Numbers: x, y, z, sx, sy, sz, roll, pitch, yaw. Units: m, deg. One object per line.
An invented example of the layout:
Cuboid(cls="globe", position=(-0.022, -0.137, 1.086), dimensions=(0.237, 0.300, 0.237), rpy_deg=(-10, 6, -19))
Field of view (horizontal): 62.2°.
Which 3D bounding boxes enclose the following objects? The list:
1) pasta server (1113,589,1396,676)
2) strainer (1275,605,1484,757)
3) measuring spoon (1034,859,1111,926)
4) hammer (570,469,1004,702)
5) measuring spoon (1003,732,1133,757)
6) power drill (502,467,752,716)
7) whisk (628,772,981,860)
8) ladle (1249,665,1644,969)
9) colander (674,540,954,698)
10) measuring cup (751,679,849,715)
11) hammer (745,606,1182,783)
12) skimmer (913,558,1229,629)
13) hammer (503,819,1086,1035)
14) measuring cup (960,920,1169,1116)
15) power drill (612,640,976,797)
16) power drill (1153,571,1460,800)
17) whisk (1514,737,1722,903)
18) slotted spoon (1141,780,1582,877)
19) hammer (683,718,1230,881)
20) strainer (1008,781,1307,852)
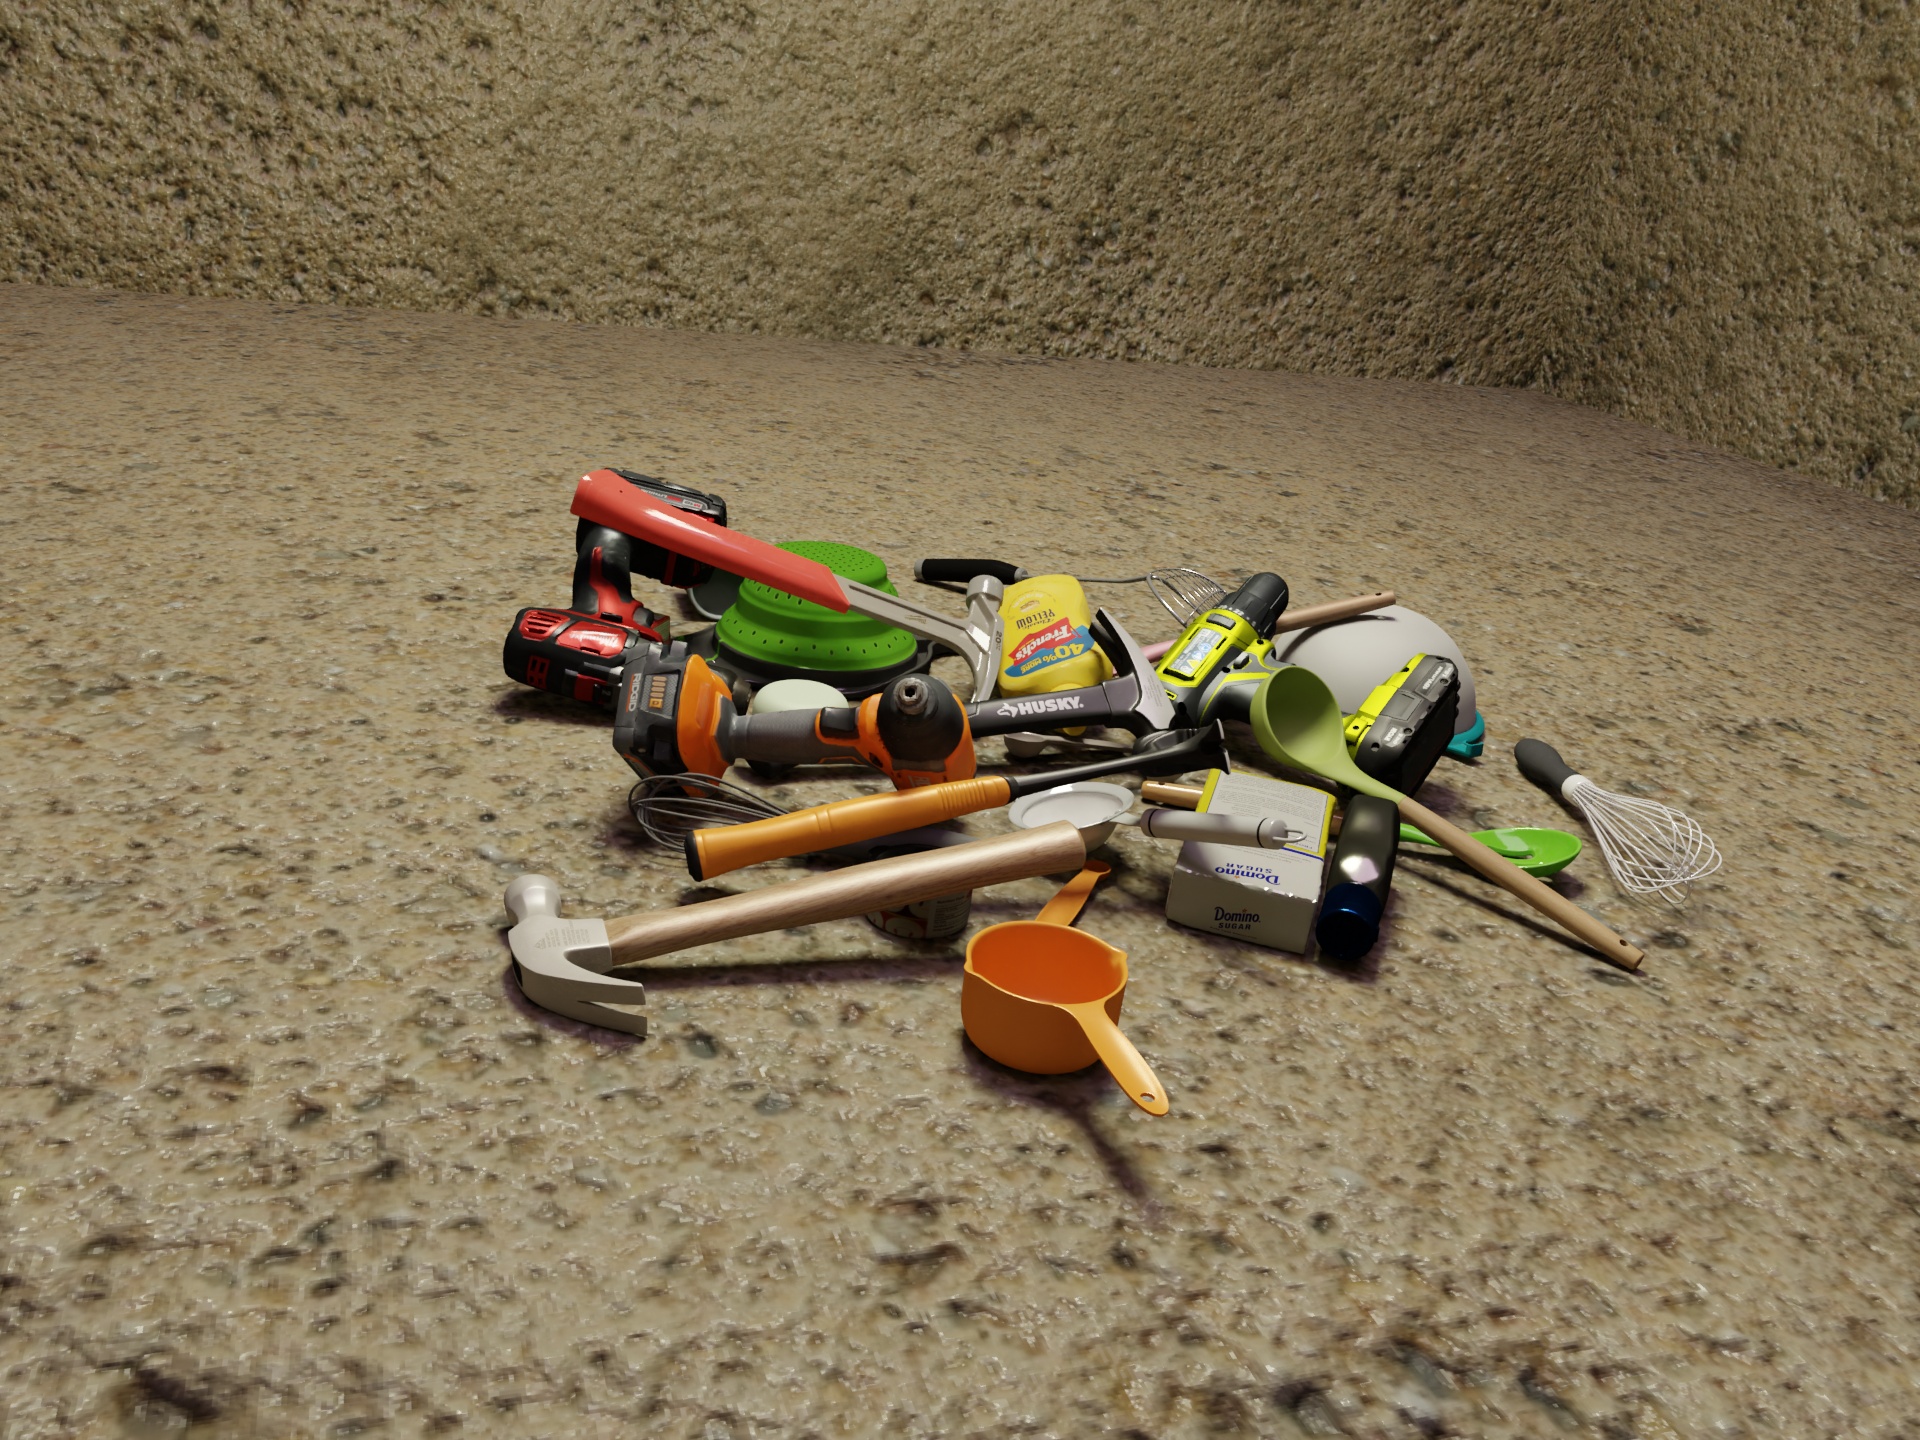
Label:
Cuboid(cls="pasta server", position=(0.223, -0.078, 1.392), dimensions=(0.316, 0.040, 0.060), rpy_deg=(-13, 36, 5))
Cuboid(cls="strainer", position=(0.385, -0.075, 1.483), dimensions=(0.211, 0.095, 0.340), rpy_deg=(11, 23, 10))
Cuboid(cls="measuring spoon", position=(0.069, 0.118, 1.013), dimensions=(0.021, 0.011, 0.117), rpy_deg=(15, 26, 20))
Cuboid(cls="hammer", position=(-0.135, -0.110, 1.268), dimensions=(0.359, 0.036, 0.149), rpy_deg=(20, 51, -13))
Cuboid(cls="measuring spoon", position=(0.090, 0.024, 1.254), dimensions=(0.124, 0.018, 0.034), rpy_deg=(5, 12, -23))
Cuboid(cls="power drill", position=(-0.245, -0.092, 1.274), dimensions=(0.188, 0.080, 0.227), rpy_deg=(15, 43, -6))
Cuboid(cls="whisk", position=(-0.095, 0.070, 1.028), dimensions=(0.239, 0.055, 0.055), rpy_deg=(8, 21, -7))
Cuboid(cls="ladle", position=(0.331, 0.064, 1.102), dimensions=(0.078, 0.062, 0.320), rpy_deg=(-26, 49, -36))
Cuboid(cls="colander", position=(-0.051, -0.105, 1.416), dimensions=(0.397, 0.094, 0.205), rpy_deg=(-5, 25, -29))
Cuboid(cls="measuring cup", position=(-0.078, 0.000, 1.217), dimensions=(0.167, 0.038, 0.083), rpy_deg=(6, 21, 2))
Cuboid(cls="hammer", position=(-0.002, -0.004, 1.195), dimensions=(0.334, 0.035, 0.146), rpy_deg=(-7, 62, -18))
Cuboid(cls="skimmer", position=(0.110, -0.109, 1.564), dimensions=(0.363, 0.090, 0.127), rpy_deg=(7, -1, 29))
Cuboid(cls="hammer", position=(-0.085, 0.103, 0.902), dimensions=(0.331, 0.031, 0.130), rpy_deg=(-10, 29, -16))
Cuboid(cls="measuring cup", position=(0.059, 0.168, 0.822), dimensions=(0.095, 0.052, 0.174), rpy_deg=(-2, 25, -23))
Cuboid(cls="power drill", position=(-0.105, 0.002, 1.045), dimensions=(0.226, 0.084, 0.164), rpy_deg=(4, -18, 5))
Cuboid(cls="power drill", position=(0.278, -0.030, 1.281), dimensions=(0.229, 0.080, 0.190), rpy_deg=(23, 55, 32))
Cuboid(cls="whisk", position=(0.492, 0.065, 1.225), dimensions=(0.070, 0.070, 0.285), rpy_deg=(5, 17, -6))
Cuboid(cls="slotted spoon", position=(0.288, 0.076, 1.164), dimensions=(0.314, 0.031, 0.070), rpy_deg=(9, 21, 10))
Cuboid(cls="hammer", position=(-0.002, 0.050, 0.983), dimensions=(0.337, 0.034, 0.127), rpy_deg=(-12, -1, -11))
Cuboid(cls="strainer", position=(0.119, 0.068, 1.030), dimensions=(0.087, 0.050, 0.258), rpy_deg=(-23, 15, -36))
